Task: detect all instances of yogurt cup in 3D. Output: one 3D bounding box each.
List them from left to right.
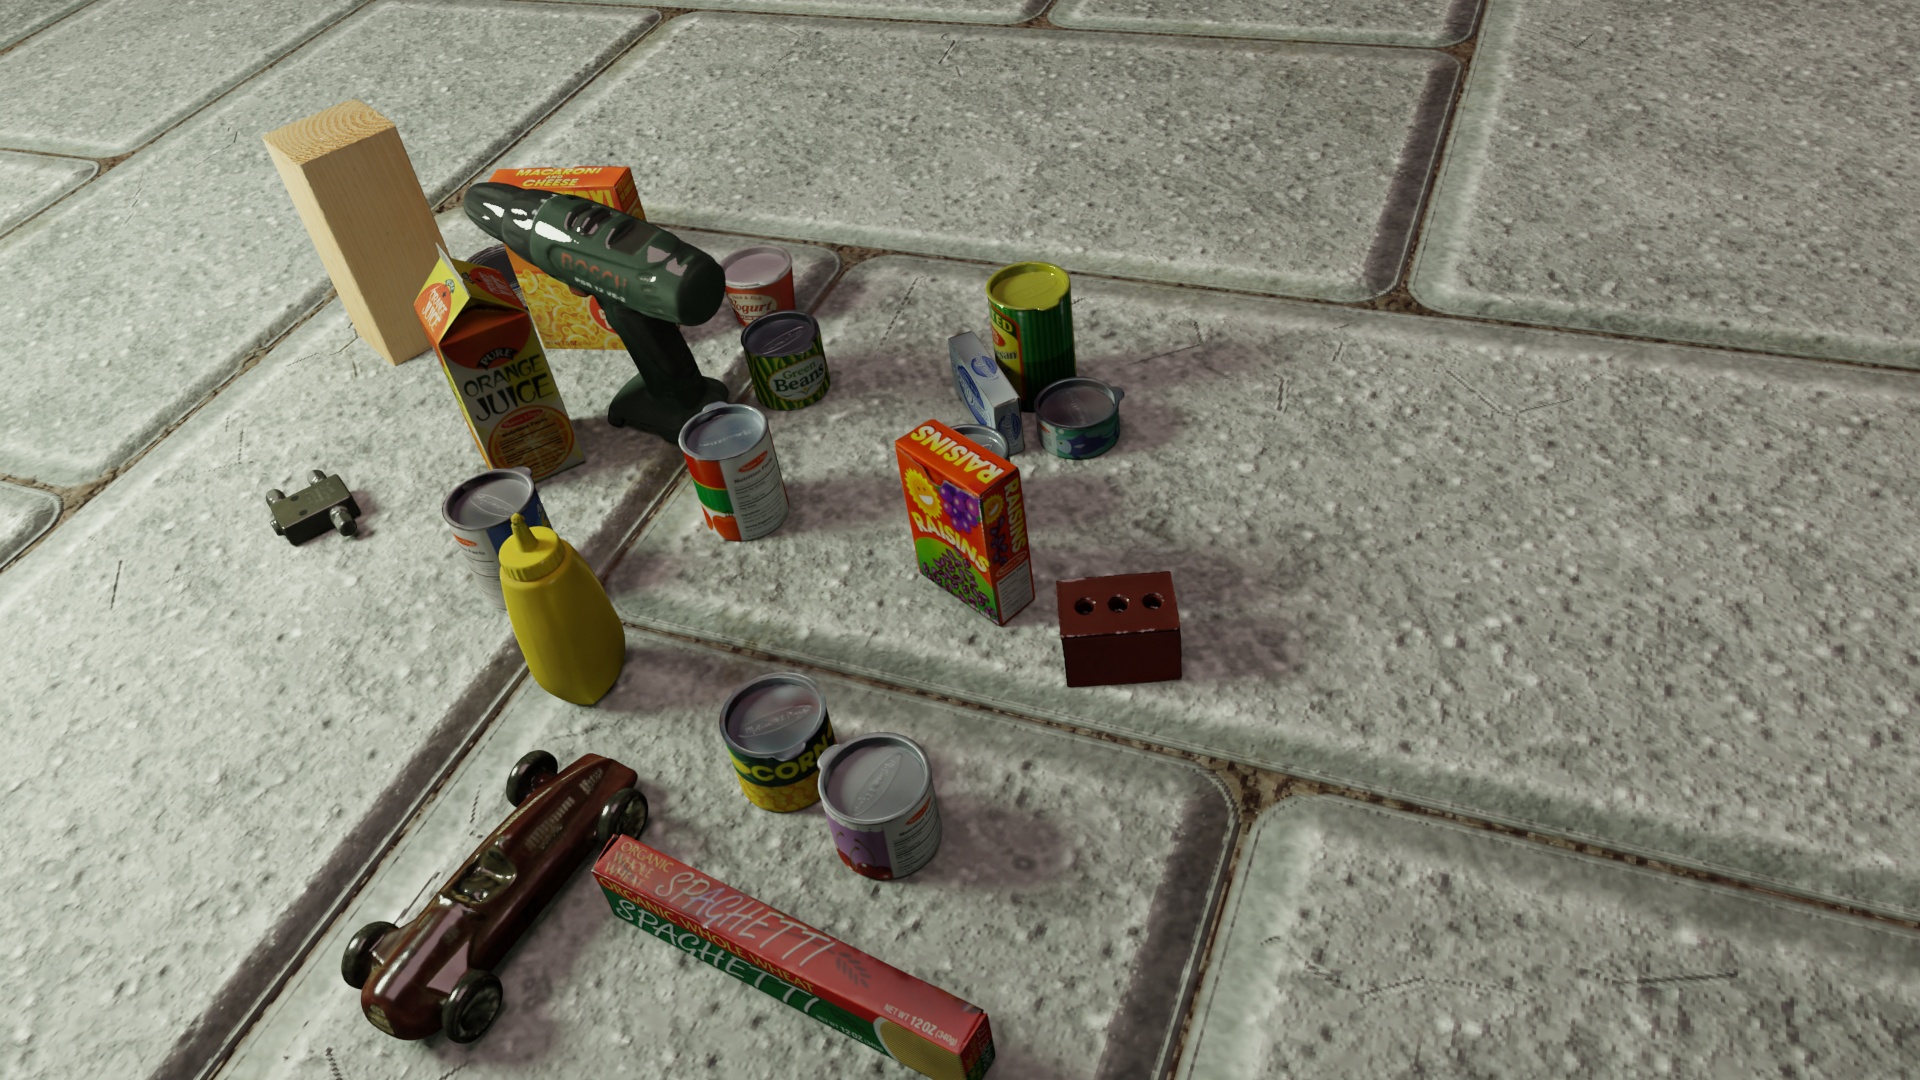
[{"bbox_3d":[-0.181,-0.228,1.257,0.072,0.053,0.073,-5,43,5],"label":"yogurt cup"}]

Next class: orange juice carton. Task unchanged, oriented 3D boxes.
[{"bbox_3d":[-0.366,-0.138,1.090,0.073,0.191,0.072,-26,45,-18],"label":"orange juice carton"}]

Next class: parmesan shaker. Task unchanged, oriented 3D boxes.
[{"bbox_3d":[0.059,-0.160,1.108,0.071,0.102,0.072,-5,43,5],"label":"parmesan shaker"}]

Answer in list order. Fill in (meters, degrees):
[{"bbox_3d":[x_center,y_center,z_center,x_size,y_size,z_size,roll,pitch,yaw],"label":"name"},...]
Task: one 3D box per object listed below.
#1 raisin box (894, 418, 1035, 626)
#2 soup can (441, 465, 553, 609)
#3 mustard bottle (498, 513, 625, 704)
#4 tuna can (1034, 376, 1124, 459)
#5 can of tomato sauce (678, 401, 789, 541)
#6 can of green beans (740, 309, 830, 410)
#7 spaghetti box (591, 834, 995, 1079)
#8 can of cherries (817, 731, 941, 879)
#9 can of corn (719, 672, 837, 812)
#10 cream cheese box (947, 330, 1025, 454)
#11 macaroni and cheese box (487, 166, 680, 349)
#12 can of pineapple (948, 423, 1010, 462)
[{"bbox_3d":[0.003,-0.012,0.944,0.040,0.122,0.086,-36,49,-26],"label":"raisin box"},{"bbox_3d":[-0.330,-0.002,1.018,0.071,0.083,0.072,-5,43,5],"label":"soup can"},{"bbox_3d":[-0.266,0.038,0.908,0.049,0.159,0.066,8,45,18],"label":"mustard bottle"},{"bbox_3d":[0.094,-0.096,1.086,0.071,0.032,0.071,-5,43,4],"label":"tuna can"},{"bbox_3d":[-0.170,-0.052,1.045,0.071,0.082,0.071,-5,43,5],"label":"can of tomato sauce"},{"bbox_3d":[-0.146,-0.151,1.166,0.071,0.057,0.071,-5,43,5],"label":"can of green beans"},{"bbox_3d":[-0.097,0.228,0.758,0.250,0.050,0.029,18,49,26],"label":"spaghetti box"},{"bbox_3d":[-0.048,0.156,0.821,0.071,0.058,0.072,-5,43,5],"label":"can of cherries"},{"bbox_3d":[-0.110,0.127,0.862,0.071,0.058,0.071,-5,43,5],"label":"can of corn"},{"bbox_3d":[0.020,-0.117,1.105,0.024,0.053,0.104,-19,44,-10],"label":"cream cheese box"},{"bbox_3d":[-0.329,-0.246,1.218,0.124,0.165,0.040,2,44,12],"label":"macaroni and cheese box"},{"bbox_3d":[0.006,-0.045,1.027,0.071,0.057,0.071,-5,43,5],"label":"can of pineapple"}]
